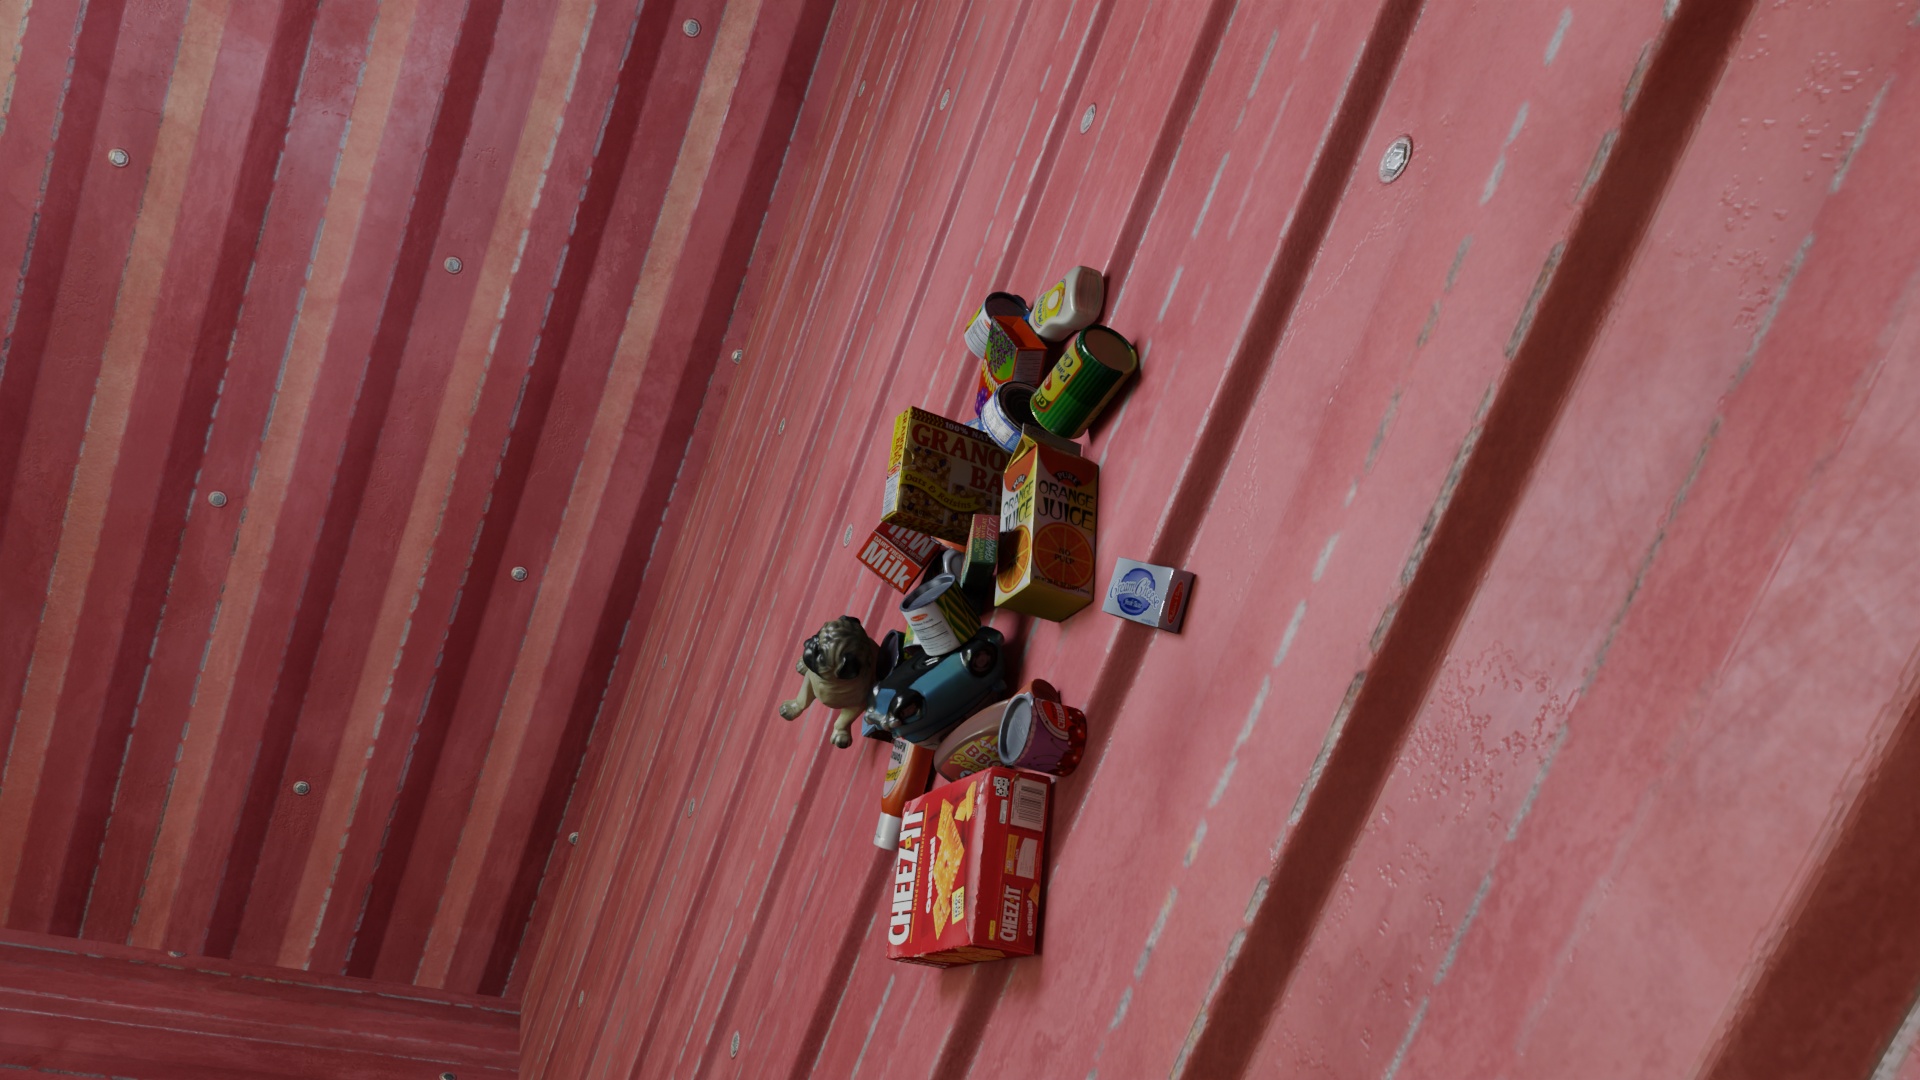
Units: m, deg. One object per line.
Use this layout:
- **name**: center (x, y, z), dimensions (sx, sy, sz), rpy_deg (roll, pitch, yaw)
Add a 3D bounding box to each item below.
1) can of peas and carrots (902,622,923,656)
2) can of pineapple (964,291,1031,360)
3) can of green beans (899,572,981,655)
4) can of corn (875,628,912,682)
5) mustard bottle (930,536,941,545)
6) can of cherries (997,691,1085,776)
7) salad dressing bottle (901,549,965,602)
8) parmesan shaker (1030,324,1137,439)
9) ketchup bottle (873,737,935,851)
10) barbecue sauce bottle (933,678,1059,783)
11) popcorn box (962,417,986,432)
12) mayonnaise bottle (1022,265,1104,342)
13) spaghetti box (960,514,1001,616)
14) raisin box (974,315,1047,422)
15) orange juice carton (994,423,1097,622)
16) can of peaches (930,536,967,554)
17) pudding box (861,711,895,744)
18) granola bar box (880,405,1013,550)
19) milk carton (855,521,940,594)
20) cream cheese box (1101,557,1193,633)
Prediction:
- **can of peas and carrots**: center (-0.029, 0.102, 1.581), dimensions (0.070, 0.071, 0.059), rpy_deg (-31, 46, 61)
- **can of pineapple**: center (0.047, -0.254, 1.657), dimensions (0.057, 0.071, 0.071), rpy_deg (-49, 32, 48)
- **can of green beans**: center (-0.020, 0.076, 1.421), dimensions (0.071, 0.057, 0.071), rpy_deg (-28, 16, 9)
- **can of corn**: center (-0.060, 0.144, 1.637), dimensions (0.070, 0.058, 0.071), rpy_deg (-50, 31, 46)
- **mustard bottle**: center (-0.021, -0.033, 1.683), dimensions (0.065, 0.049, 0.161), rpy_deg (-58, 26, 24)
- **can of cherries**: center (0.076, 0.177, 1.273), dimensions (0.071, 0.058, 0.072), rpy_deg (128, 151, -45)
- **salad dressing bottle**: center (-0.027, 0.057, 1.636), dimensions (0.147, 0.044, 0.064), rpy_deg (137, 131, -57)
- **parmesan shaker**: center (0.124, -0.161, 1.393), dimensions (0.102, 0.071, 0.072), rpy_deg (-53, 29, 43)
- **ketchup bottle**: center (-0.062, 0.274, 1.567), dimensions (0.064, 0.043, 0.149), rpy_deg (2, 77, 68)
- **barbecue sauce bottle**: center (0.039, 0.188, 1.358), dimensions (0.148, 0.065, 0.044), rpy_deg (-46, 21, 35)
- **popcorn box**: center (-0.010, -0.087, 1.638), dimensions (0.126, 0.038, 0.085), rpy_deg (-21, 48, 30)
- **mayonnaise bottle**: center (0.107, -0.251, 1.535), dimensions (0.147, 0.041, 0.065), rpy_deg (157, 123, -64)
- **spaghetti box**: center (0.018, 0.030, 1.445), dimensions (0.249, 0.029, 0.050), rpy_deg (101, 175, -75)
- **raisin box**: center (0.055, -0.178, 1.559), dimensions (0.086, 0.040, 0.122), rpy_deg (-120, 34, -50)
- **orange juice carton**: center (0.087, -0.024, 1.375), dimensions (0.072, 0.072, 0.193), rpy_deg (-40, 39, 54)
- **can of peaches**: center (0.006, -0.020, 1.577), dimensions (0.058, 0.071, 0.071), rpy_deg (-69, 21, 10)
- **pudding box**: center (-0.079, 0.210, 1.648), dimensions (0.083, 0.050, 0.030), rpy_deg (-48, 32, 49)
- **granola bar box**: center (0.005, -0.059, 1.476), dimensions (0.039, 0.165, 0.124), rpy_deg (-33, 45, 57)
- **milk carton**: center (-0.073, 0.015, 1.638), dimensions (0.073, 0.072, 0.190), rpy_deg (-52, -1, -4)
- **cream cheese box**: center (0.162, 0.046, 1.202), dimensions (0.104, 0.024, 0.053), rpy_deg (12, 85, 69)
